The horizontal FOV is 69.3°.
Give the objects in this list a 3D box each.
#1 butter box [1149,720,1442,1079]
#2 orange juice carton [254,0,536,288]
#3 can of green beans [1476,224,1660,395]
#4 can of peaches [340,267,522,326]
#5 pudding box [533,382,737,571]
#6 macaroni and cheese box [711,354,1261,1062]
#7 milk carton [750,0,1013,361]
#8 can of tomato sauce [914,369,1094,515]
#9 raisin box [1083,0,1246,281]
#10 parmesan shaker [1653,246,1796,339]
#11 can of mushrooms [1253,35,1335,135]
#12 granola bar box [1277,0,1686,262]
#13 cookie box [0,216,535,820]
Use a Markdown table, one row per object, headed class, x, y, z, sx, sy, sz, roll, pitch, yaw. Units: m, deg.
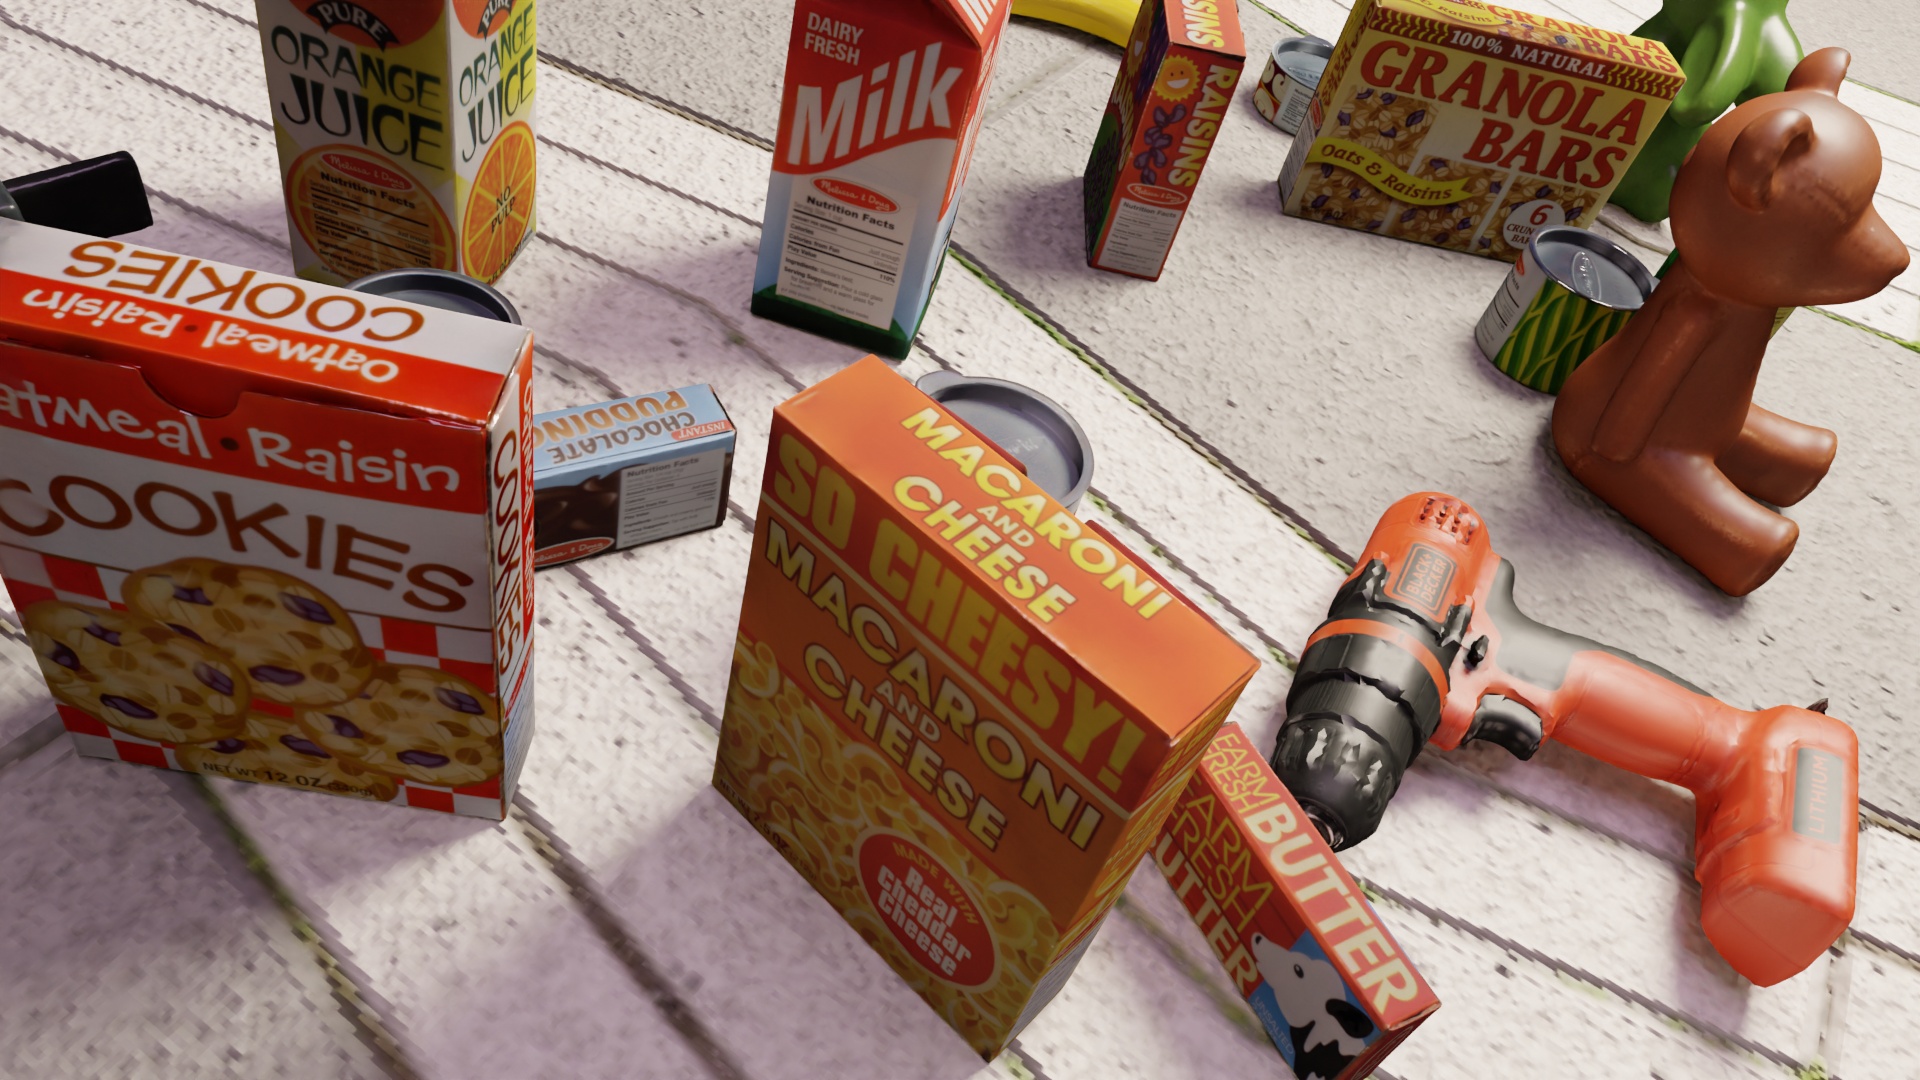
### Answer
| class | x | y | z | sx | sy | sz | roll | pitch | yaw |
| --- | --- | --- | --- | --- | --- | --- | --- | --- | --- |
| butter box | 0.096 | 0.112 | 0.425 | 0.024 | 0.052 | 0.104 | -14 | 54 | -28 |
| orange juice carton | -0.204 | -0.181 | 0.510 | 0.073 | 0.191 | 0.072 | 17 | 46 | -1 |
| can of green beans | 0.303 | -0.115 | 0.697 | 0.071 | 0.057 | 0.071 | 9 | 46 | -9 |
| can of peaches | -0.189 | -0.051 | 0.487 | 0.071 | 0.057 | 0.071 | 9 | 46 | -9 |
| pudding box | -0.123 | -0.022 | 0.486 | 0.084 | 0.049 | 0.030 | -16 | 54 | -29 |
| macaroni and cheese box | -0.006 | 0.051 | 0.372 | 0.124 | 0.165 | 0.040 | 40 | 49 | 20 |
| milk carton | -0.029 | -0.174 | 0.558 | 0.073 | 0.189 | 0.073 | 18 | 46 | 0 |
| can of tomato sauce | 0.002 | -0.006 | 0.486 | 0.071 | 0.082 | 0.071 | 9 | 46 | -9 |
| raisin box | 0.096 | -0.201 | 0.668 | 0.040 | 0.122 | 0.086 | 11 | 46 | -7 |
| parmesan shaker | 0.389 | -0.132 | 0.708 | 0.071 | 0.102 | 0.072 | 9 | 46 | -9 |
| can of mushrooms | 0.212 | -0.271 | 0.831 | 0.071 | 0.033 | 0.071 | 9 | 46 | -9 |
| granola bar box | 0.269 | -0.217 | 0.736 | 0.166 | 0.123 | 0.039 | 10 | 46 | -8 |
| cookie box | -0.177 | 0.006 | 0.361 | 0.123 | 0.166 | 0.040 | 11 | 46 | -7 |
